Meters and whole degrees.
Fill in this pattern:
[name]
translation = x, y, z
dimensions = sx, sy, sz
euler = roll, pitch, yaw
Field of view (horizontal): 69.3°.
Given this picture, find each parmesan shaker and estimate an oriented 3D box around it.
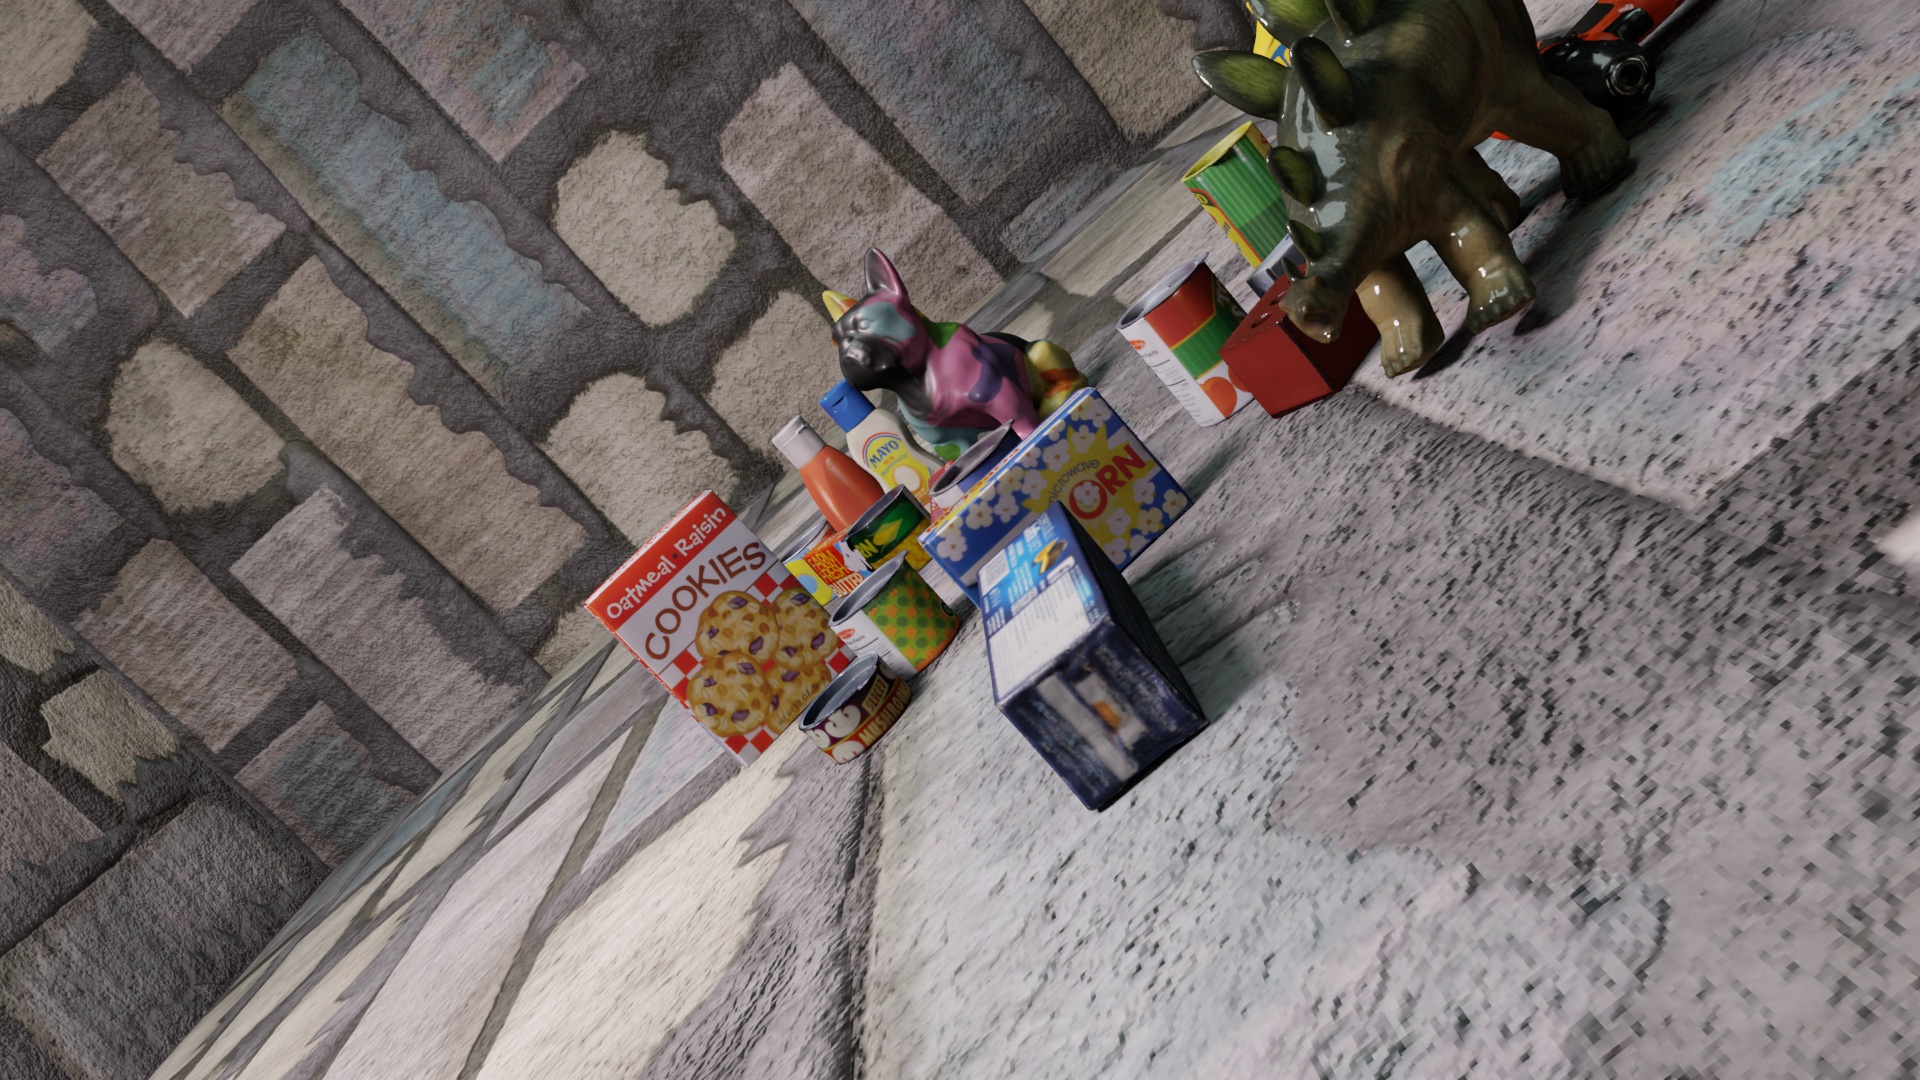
[parmesan shaker]
translation = 0.222, -0.249, 1.031
dimensions = 0.071, 0.103, 0.071
euler = -40, 11, 10

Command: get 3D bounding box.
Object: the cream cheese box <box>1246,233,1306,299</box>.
[cream cheese box]
translation = 0.226, -0.175, 0.863
dimensions = 0.104, 0.053, 0.024
euler = -47, 12, -25

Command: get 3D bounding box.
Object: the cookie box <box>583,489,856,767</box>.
[cookie box]
translation = -0.175, 0.064, 1.026
dimensions = 0.123, 0.167, 0.040
euler = -46, 11, -18

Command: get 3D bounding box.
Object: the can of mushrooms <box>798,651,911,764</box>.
[can of mushrooms]
translation = -0.063, 0.102, 0.848
dimensions = 0.071, 0.033, 0.071
euler = -40, 11, 10

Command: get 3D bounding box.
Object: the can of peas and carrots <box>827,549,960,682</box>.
[can of peas and carrots]
translation = -0.041, 0.051, 0.901
dimensions = 0.071, 0.058, 0.071
euler = -40, 11, 10

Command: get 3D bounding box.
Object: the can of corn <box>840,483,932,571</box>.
[can of corn]
translation = -0.054, -0.002, 1.151
dimensions = 0.071, 0.058, 0.071
euler = -40, 11, 10

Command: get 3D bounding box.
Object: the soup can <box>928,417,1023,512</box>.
[soup can]
translation = 0.034, -0.021, 0.854
dimensions = 0.071, 0.083, 0.071
euler = -40, 11, 10

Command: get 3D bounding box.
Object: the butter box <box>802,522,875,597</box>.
[butter box]
translation = -0.098, 0.017, 1.241
dimensions = 0.024, 0.053, 0.103
euler = -49, 13, -30

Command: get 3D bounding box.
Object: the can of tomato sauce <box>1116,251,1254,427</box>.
[can of tomato sauce]
translation = 0.149, -0.122, 0.851
dimensions = 0.071, 0.083, 0.071
euler = -40, 11, 10

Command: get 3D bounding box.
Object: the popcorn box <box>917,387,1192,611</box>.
[popcorn box]
translation = 0.051, -0.011, 0.755
dimensions = 0.127, 0.085, 0.038
euler = -43, 11, -5

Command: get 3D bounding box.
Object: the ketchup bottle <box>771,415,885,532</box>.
[ketchup bottle]
translation = -0.114, -0.052, 1.311
dimensions = 0.065, 0.148, 0.043
euler = -49, 13, -34

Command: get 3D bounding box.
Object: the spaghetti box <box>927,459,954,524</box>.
[spaghetti box]
translation = 0.004, -0.013, 1.014
dimensions = 0.028, 0.050, 0.250
euler = -41, 11, 7

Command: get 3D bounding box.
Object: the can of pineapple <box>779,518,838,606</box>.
[can of pineapple]
translation = -0.133, 0.023, 1.327
dimensions = 0.071, 0.058, 0.071
euler = -40, 11, 10

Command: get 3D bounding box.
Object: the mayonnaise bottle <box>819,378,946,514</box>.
[mayonnaise bottle]
translation = -0.066, -0.082, 1.261
dimensions = 0.064, 0.148, 0.041
euler = -40, 11, 13
